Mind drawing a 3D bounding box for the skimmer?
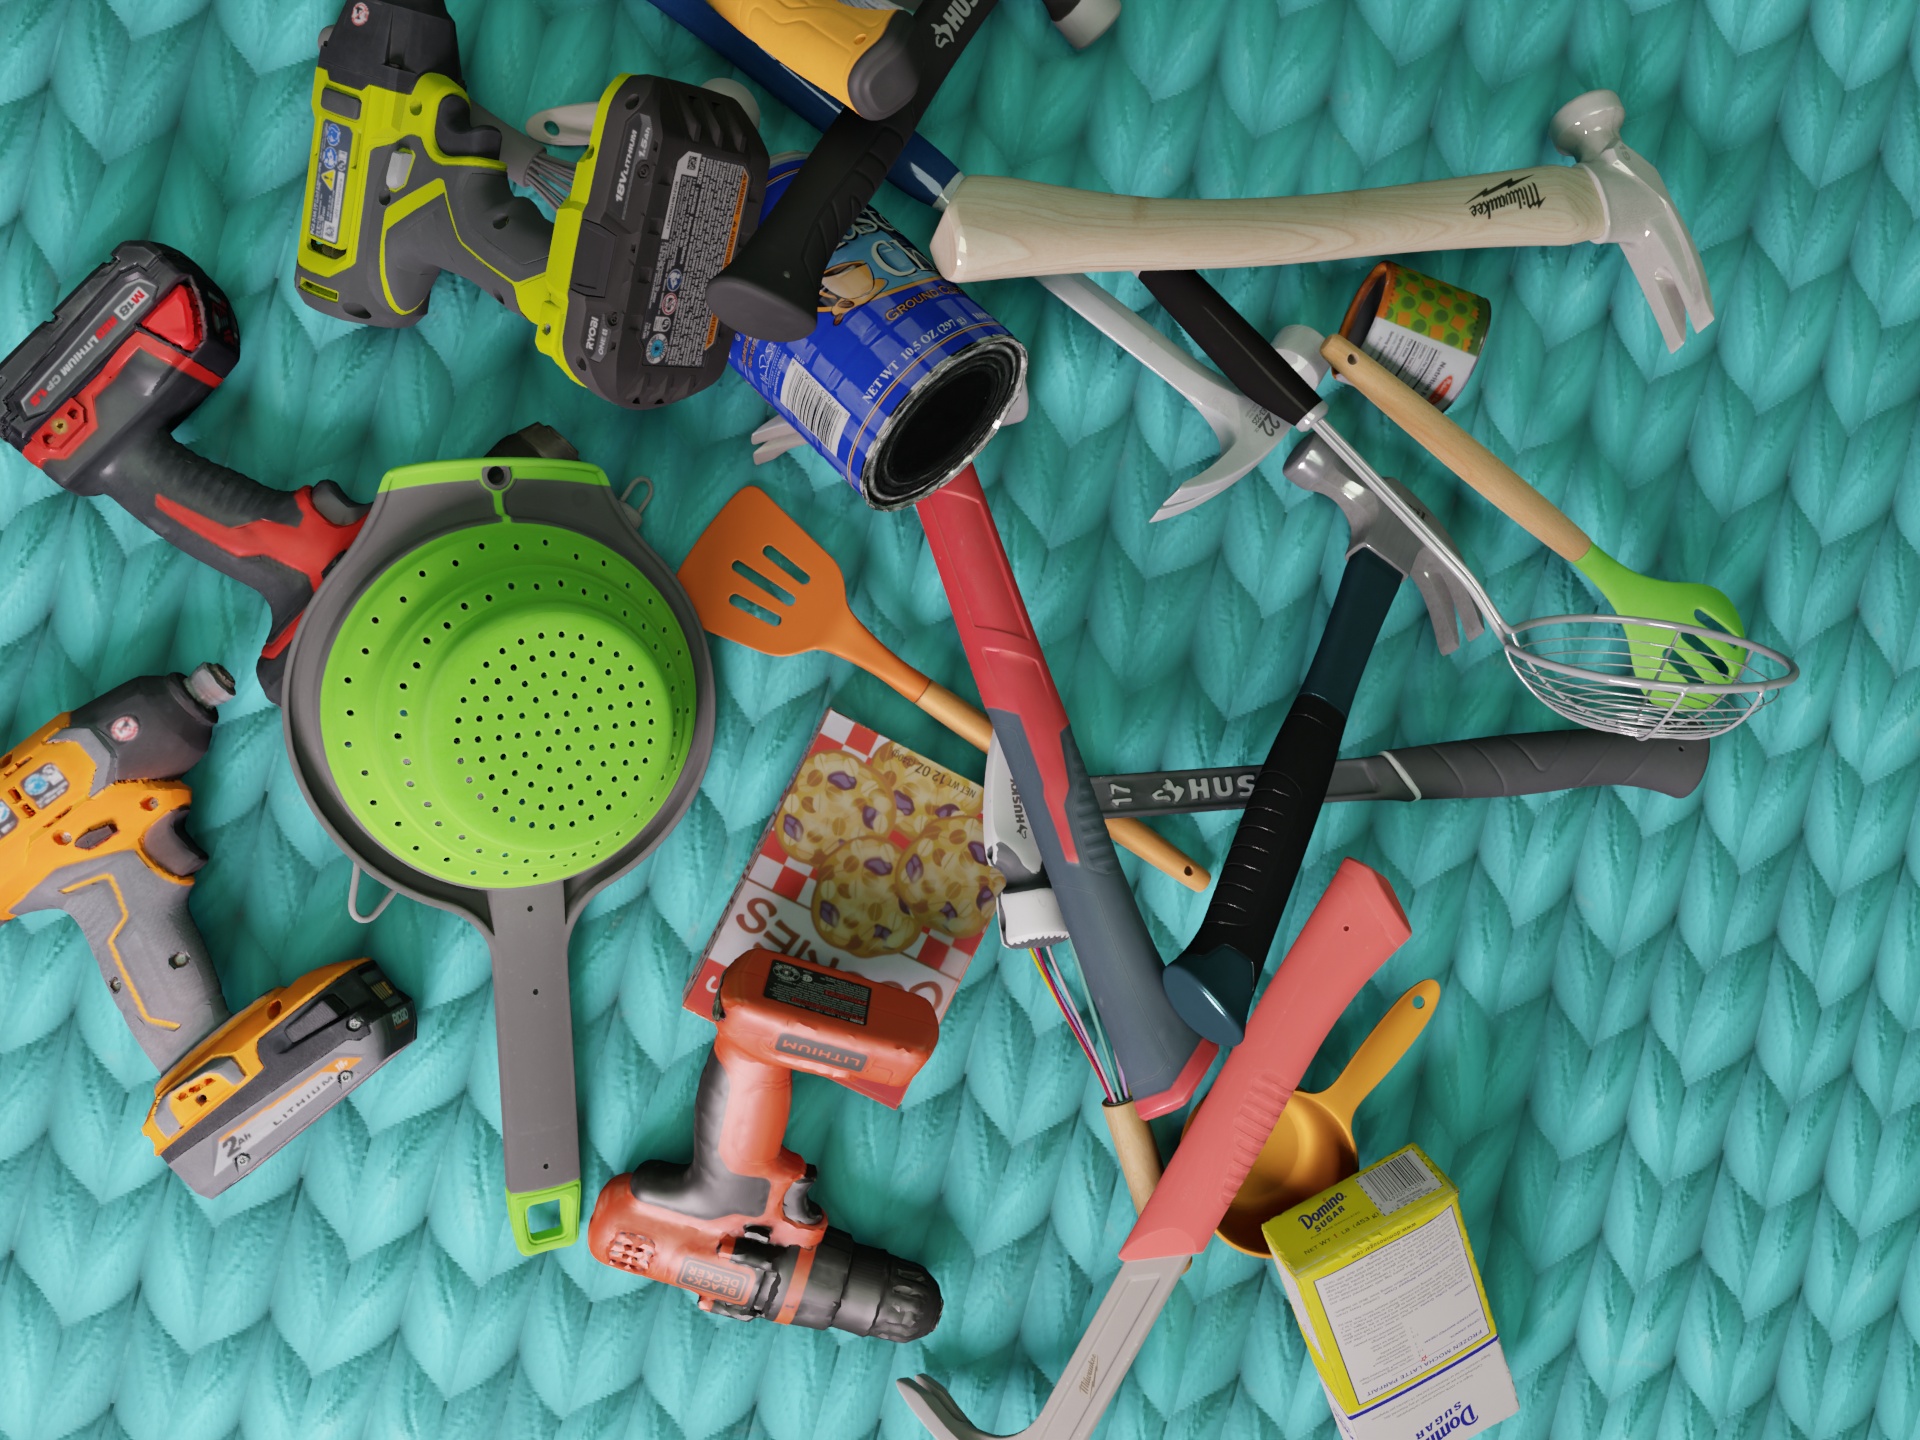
[{"bbox_3d":[0.233,-0.124,0.763,0.363,0.127,0.090,46,119,5],"label":"skimmer"}]

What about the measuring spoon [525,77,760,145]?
[{"bbox_3d":[-0.160,-0.295,0.788,0.124,0.018,0.034,0,132,12],"label":"measuring spoon"}]

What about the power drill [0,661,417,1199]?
[{"bbox_3d":[-0.365,0.091,0.759,0.164,0.084,0.226,-39,91,-5],"label":"power drill"}]

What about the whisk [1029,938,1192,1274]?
[{"bbox_3d":[0.081,0.177,0.833,0.047,0.051,0.245,-19,96,-12],"label":"whisk"}]

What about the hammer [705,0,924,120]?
[{"bbox_3d":[-0.131,-0.347,0.708,0.127,0.034,0.337,-41,58,-4],"label":"hammer"}]

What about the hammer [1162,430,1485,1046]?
[{"bbox_3d":[0.169,0.006,0.772,0.128,0.033,0.331,33,59,-8],"label":"hammer"}]

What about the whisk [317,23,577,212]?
[{"bbox_3d":[-0.213,-0.276,0.788,0.239,0.055,0.055,31,87,-3],"label":"whisk"}]

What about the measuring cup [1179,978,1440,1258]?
[{"bbox_3d":[0.187,0.200,0.842,0.095,0.052,0.173,43,84,-6],"label":"measuring cup"}]

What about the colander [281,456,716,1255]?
[{"bbox_3d":[-0.196,0.078,0.744,0.204,0.094,0.397,-6,101,-28],"label":"colander"}]

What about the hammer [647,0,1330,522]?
[{"bbox_3d":[-0.001,-0.259,0.803,0.405,0.035,0.144,37,62,-3],"label":"hammer"}]

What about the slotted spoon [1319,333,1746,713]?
[{"bbox_3d":[0.307,-0.103,0.837,0.313,0.031,0.070,35,92,-15],"label":"slotted spoon"}]

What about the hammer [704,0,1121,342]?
[{"bbox_3d":[-0.030,-0.290,0.719,0.146,0.035,0.335,42,54,-24],"label":"hammer"}]

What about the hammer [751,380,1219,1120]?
[{"bbox_3d":[0.018,0.004,0.761,0.143,0.038,0.387,-17,73,-9],"label":"hammer"}]

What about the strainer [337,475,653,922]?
[{"bbox_3d":[-0.229,-0.017,0.793,0.086,0.050,0.258,41,78,-39],"label":"strainer"}]

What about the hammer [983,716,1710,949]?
[{"bbox_3d":[0.209,0.026,0.831,0.409,0.036,0.149,-4,73,-13],"label":"hammer"}]

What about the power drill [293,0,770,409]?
[{"bbox_3d":[-0.202,-0.243,0.713,0.223,0.080,0.171,25,111,24],"label":"power drill"}]

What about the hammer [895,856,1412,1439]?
[{"bbox_3d":[0.109,0.227,0.788,0.149,0.036,0.359,29,90,32],"label":"hammer"}]

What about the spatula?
[{"bbox_3d":[-0.001,-0.003,0.831,0.322,0.041,0.081,34,85,-10],"label":"spatula"}]

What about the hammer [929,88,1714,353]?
[{"bbox_3d":[0.184,-0.233,0.772,0.410,0.038,0.146,-10,72,-21],"label":"hammer"}]

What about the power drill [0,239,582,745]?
[{"bbox_3d":[-0.316,-0.124,0.764,0.226,0.080,0.188,43,86,-9],"label":"power drill"}]
